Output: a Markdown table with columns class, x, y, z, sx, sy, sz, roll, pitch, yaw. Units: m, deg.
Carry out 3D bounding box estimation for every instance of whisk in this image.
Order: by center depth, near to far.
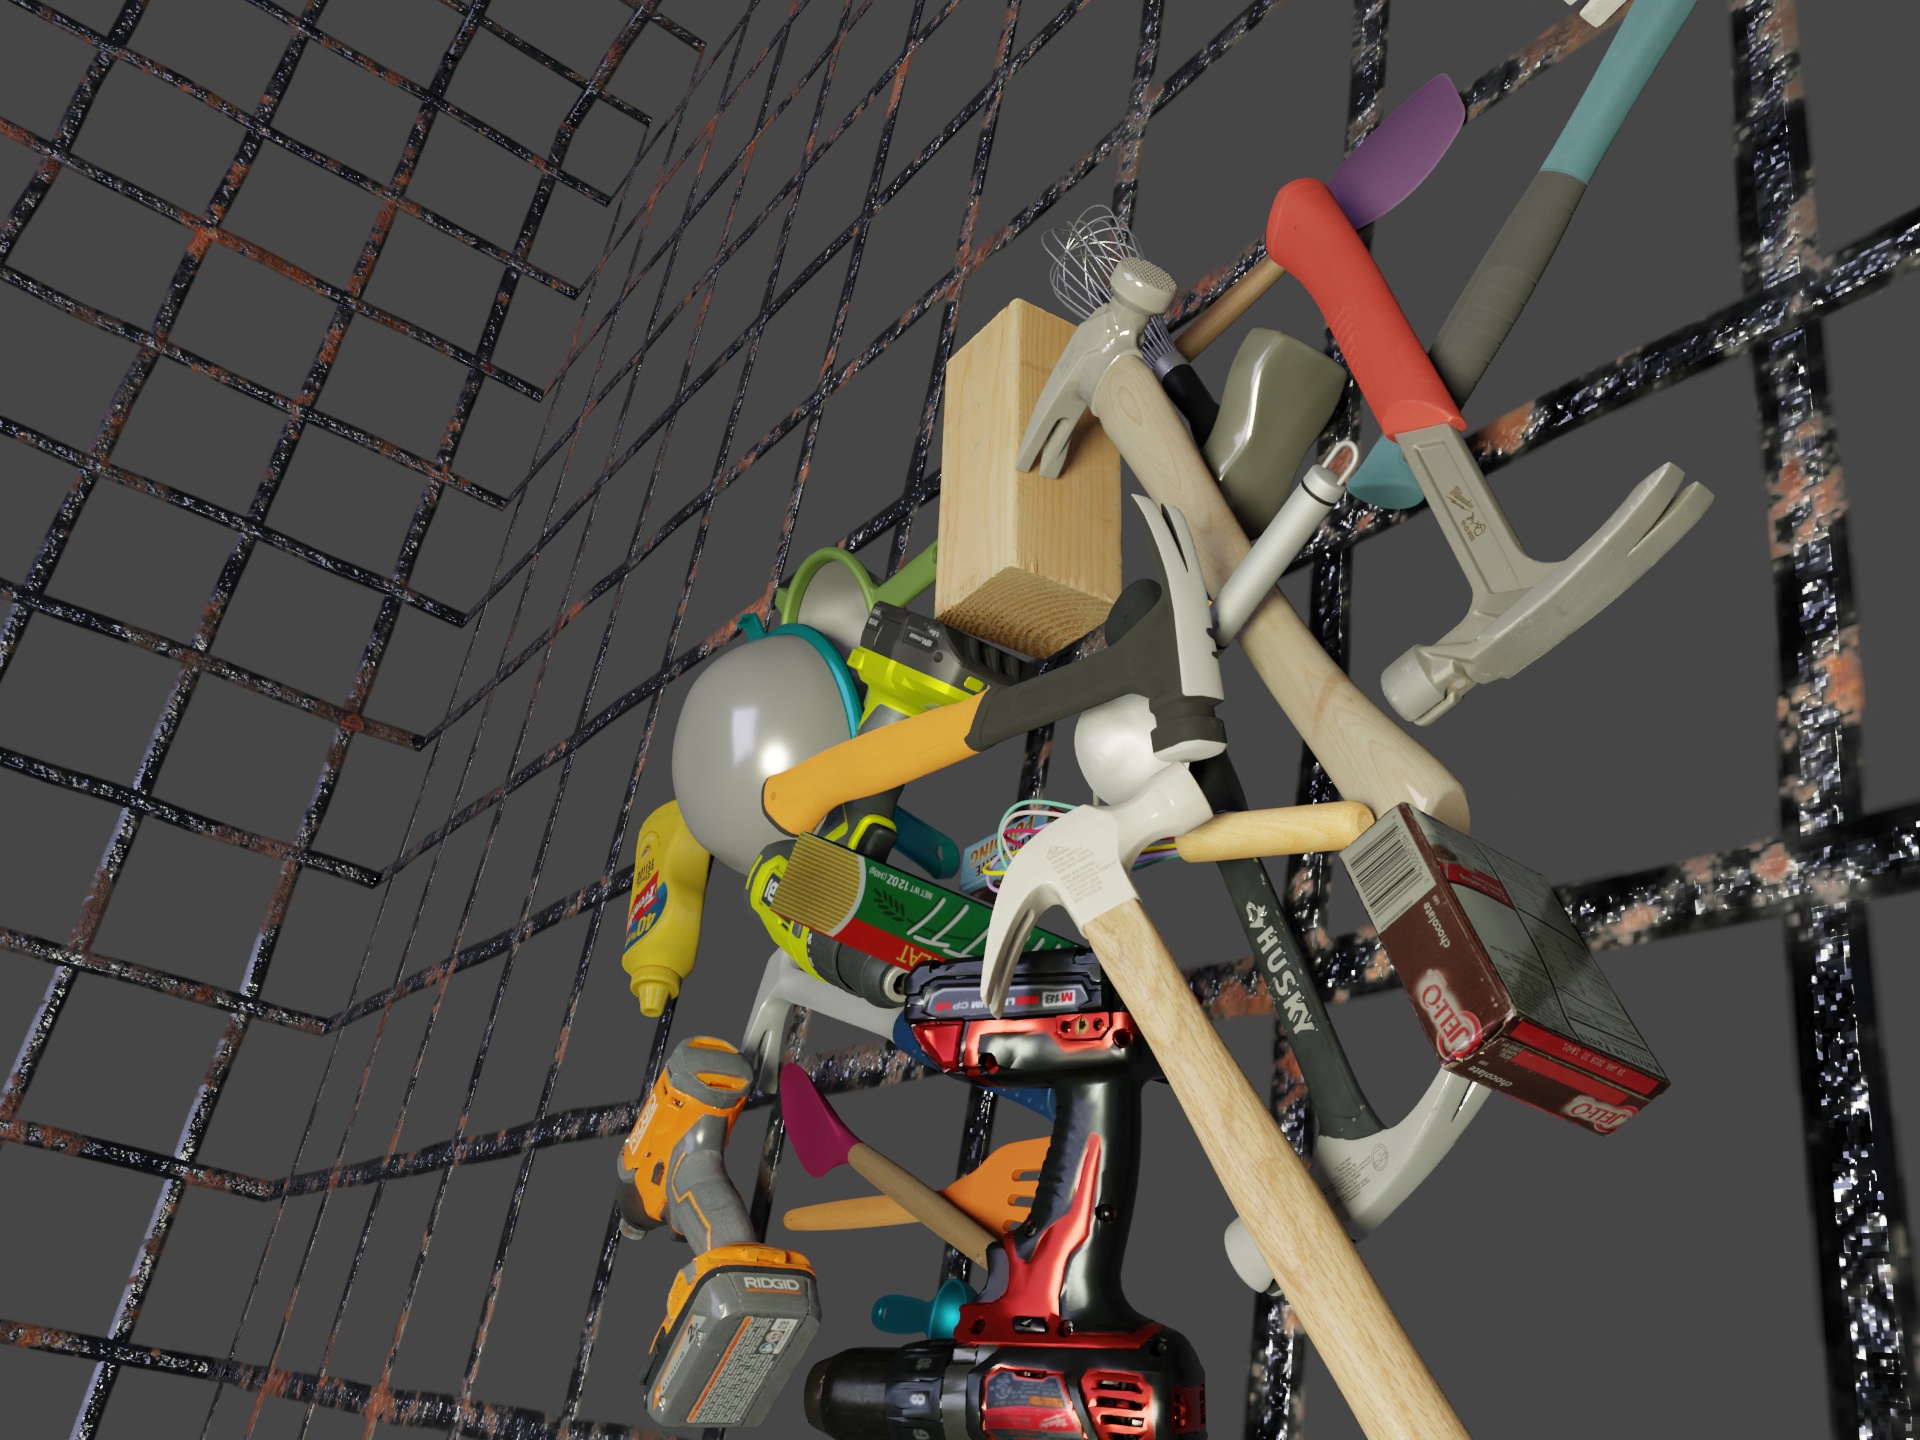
| class | x | y | z | sx | sy | sz | roll | pitch | yaw |
| --- | --- | --- | --- | --- | --- | --- | --- | --- | --- |
| whisk | 0.097 | 0.057 | 0.775 | 0.245 | 0.047 | 0.051 | -11 | 70 | 49 |
| whisk | 0.120 | -0.239 | 1.008 | 0.070 | 0.070 | 0.285 | -50 | 44 | 27 |

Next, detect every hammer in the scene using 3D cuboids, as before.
| class | x | y | z | sx | sy | sz | roll | pitch | yaw |
| --- | --- | --- | --- | --- | --- | --- | --- | --- | --- |
| hammer | 0.111 | 0.169 | 0.633 | 0.130 | 0.031 | 0.332 | -30 | 55 | 0 |
| hammer | 0.218 | -0.168 | 0.764 | 0.149 | 0.036 | 0.359 | -45 | 35 | 32 |
| hammer | 0.289 | -0.253 | 0.781 | 0.331 | 0.033 | 0.128 | -61 | 28 | 8 |
| hammer | 0.137 | 0.060 | 0.781 | 0.149 | 0.036 | 0.409 | -48 | 33 | 27 |
| hammer | 0.134 | -0.072 | 0.821 | 0.146 | 0.038 | 0.411 | -59 | 38 | 34 |
| hammer | -0.001 | -0.003 | 0.849 | 0.337 | 0.034 | 0.127 | -22 | 68 | 45 |
| hammer | -0.040 | 0.195 | 0.994 | 0.405 | 0.035 | 0.144 | 0 | 68 | 61 |

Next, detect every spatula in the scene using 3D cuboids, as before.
| class | x | y | z | sx | sy | sz | roll | pitch | yaw |
| --- | --- | --- | --- | --- | --- | --- | --- | --- | --- |
| spatula | -0.022 | 0.282 | 0.911 | 0.322 | 0.041 | 0.081 | -30 | 42 | 54 |
| spatula | 0.187 | -0.273 | 0.994 | 0.316 | 0.018 | 0.060 | -39 | 49 | 40 |

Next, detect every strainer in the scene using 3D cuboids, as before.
| class | x | y | z | sx | sy | sz | roll | pitch | yaw |
| --- | --- | --- | --- | --- | --- | --- | --- | --- | --- |
| strainer | 0.114 | -0.034 | 0.777 | 0.258 | 0.050 | 0.087 | -57 | 43 | 34 |
| strainer | -0.125 | 0.049 | 1.145 | 0.341 | 0.095 | 0.211 | 27 | 114 | 53 |
| strainer | -0.047 | -0.075 | 1.170 | 0.256 | 0.069 | 0.152 | -34 | 64 | 50 |

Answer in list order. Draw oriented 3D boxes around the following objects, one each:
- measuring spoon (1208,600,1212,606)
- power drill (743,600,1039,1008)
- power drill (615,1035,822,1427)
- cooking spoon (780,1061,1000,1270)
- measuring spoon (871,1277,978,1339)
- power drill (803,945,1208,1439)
| class | x | y | z | sx | sy | sz | roll | pitch | yaw |
| --- | --- | --- | --- | --- | --- | --- | --- | --- | --- |
| measuring spoon | 0.141 | -0.079 | 0.923 | 0.021 | 0.011 | 0.117 | 15 | 82 | 62 |
| power drill | -0.042 | 0.053 | 0.970 | 0.191 | 0.080 | 0.228 | 25 | 91 | 60 |
| power drill | -0.173 | 0.341 | 1.039 | 0.164 | 0.084 | 0.227 | -62 | 32 | 22 |
| cooking spoon | -0.048 | 0.256 | 0.909 | 0.319 | 0.017 | 0.069 | -175 | 80 | -64 |
| measuring spoon | -0.017 | 0.330 | 0.876 | 0.128 | 0.021 | 0.042 | -33 | 41 | 60 |
| power drill | 0.016 | 0.228 | 0.735 | 0.188 | 0.080 | 0.227 | -10 | 67 | 25 |
